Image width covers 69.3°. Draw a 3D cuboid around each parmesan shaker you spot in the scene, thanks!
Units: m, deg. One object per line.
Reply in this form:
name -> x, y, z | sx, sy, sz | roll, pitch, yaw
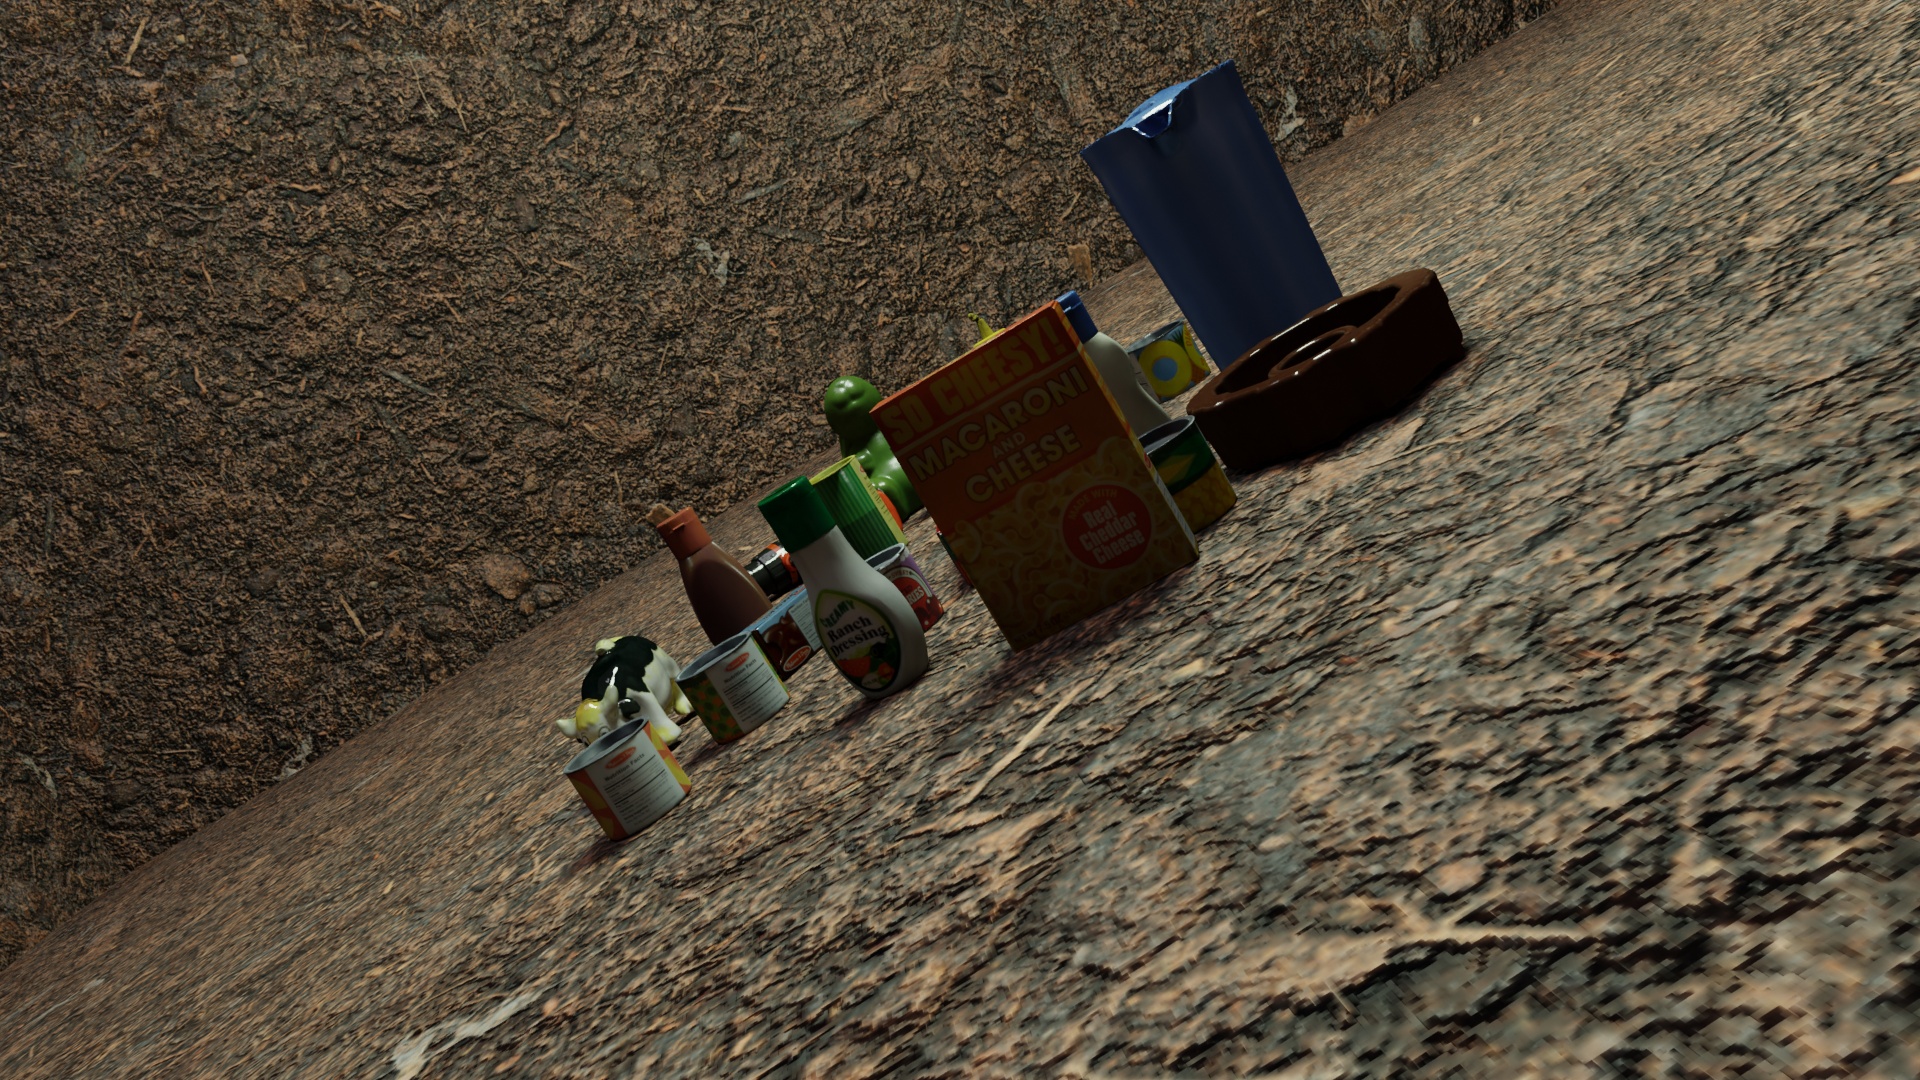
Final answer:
parmesan shaker -> -0.105, -0.023, 1.366 | 0.071, 0.103, 0.071 | -30, 10, 6

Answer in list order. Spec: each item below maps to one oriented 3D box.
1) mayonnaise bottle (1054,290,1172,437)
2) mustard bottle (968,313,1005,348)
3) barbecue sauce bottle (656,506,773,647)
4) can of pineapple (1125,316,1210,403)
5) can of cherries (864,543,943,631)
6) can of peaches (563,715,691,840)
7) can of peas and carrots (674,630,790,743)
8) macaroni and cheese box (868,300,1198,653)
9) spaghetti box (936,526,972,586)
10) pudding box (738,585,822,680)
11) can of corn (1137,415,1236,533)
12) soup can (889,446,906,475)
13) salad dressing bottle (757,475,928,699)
mayonnaise bottle -> 0.110, -0.122, 1.081 | 0.065, 0.148, 0.041 | -32, 9, -2
mustard bottle -> 0.056, -0.169, 1.438 | 0.049, 0.160, 0.065 | -39, 12, -39
barbecue sauce bottle -> -0.222, 0.041, 1.267 | 0.065, 0.148, 0.043 | -32, 9, -6
can of pineapple -> 0.198, -0.171, 1.325 | 0.071, 0.058, 0.071 | -30, 10, 6
can of cherries -> -0.053, 0.044, 1.012 | 0.071, 0.058, 0.071 | -30, 10, 6
can of peaches -> -0.226, 0.162, 0.948 | 0.071, 0.058, 0.071 | -30, 10, 6
can of peas and carrots -> -0.170, 0.110, 1.035 | 0.071, 0.058, 0.071 | -30, 10, 6
macaroni and cheese box -> 0.043, -0.036, 0.804 | 0.123, 0.166, 0.040 | -29, 10, 14
spaghetti box -> 0.004, -0.014, 1.153 | 0.028, 0.050, 0.250 | -30, 10, 5
pudding box -> -0.140, 0.076, 1.137 | 0.030, 0.049, 0.084 | -23, 12, 39
can of corn -> 0.128, -0.035, 0.862 | 0.071, 0.058, 0.071 | -30, 10, 6
soup can -> -0.023, -0.080, 1.459 | 0.071, 0.083, 0.071 | -30, 10, 6
salad dressing bottle -> -0.076, 0.030, 0.890 | 0.064, 0.147, 0.044 | -26, 11, 28
